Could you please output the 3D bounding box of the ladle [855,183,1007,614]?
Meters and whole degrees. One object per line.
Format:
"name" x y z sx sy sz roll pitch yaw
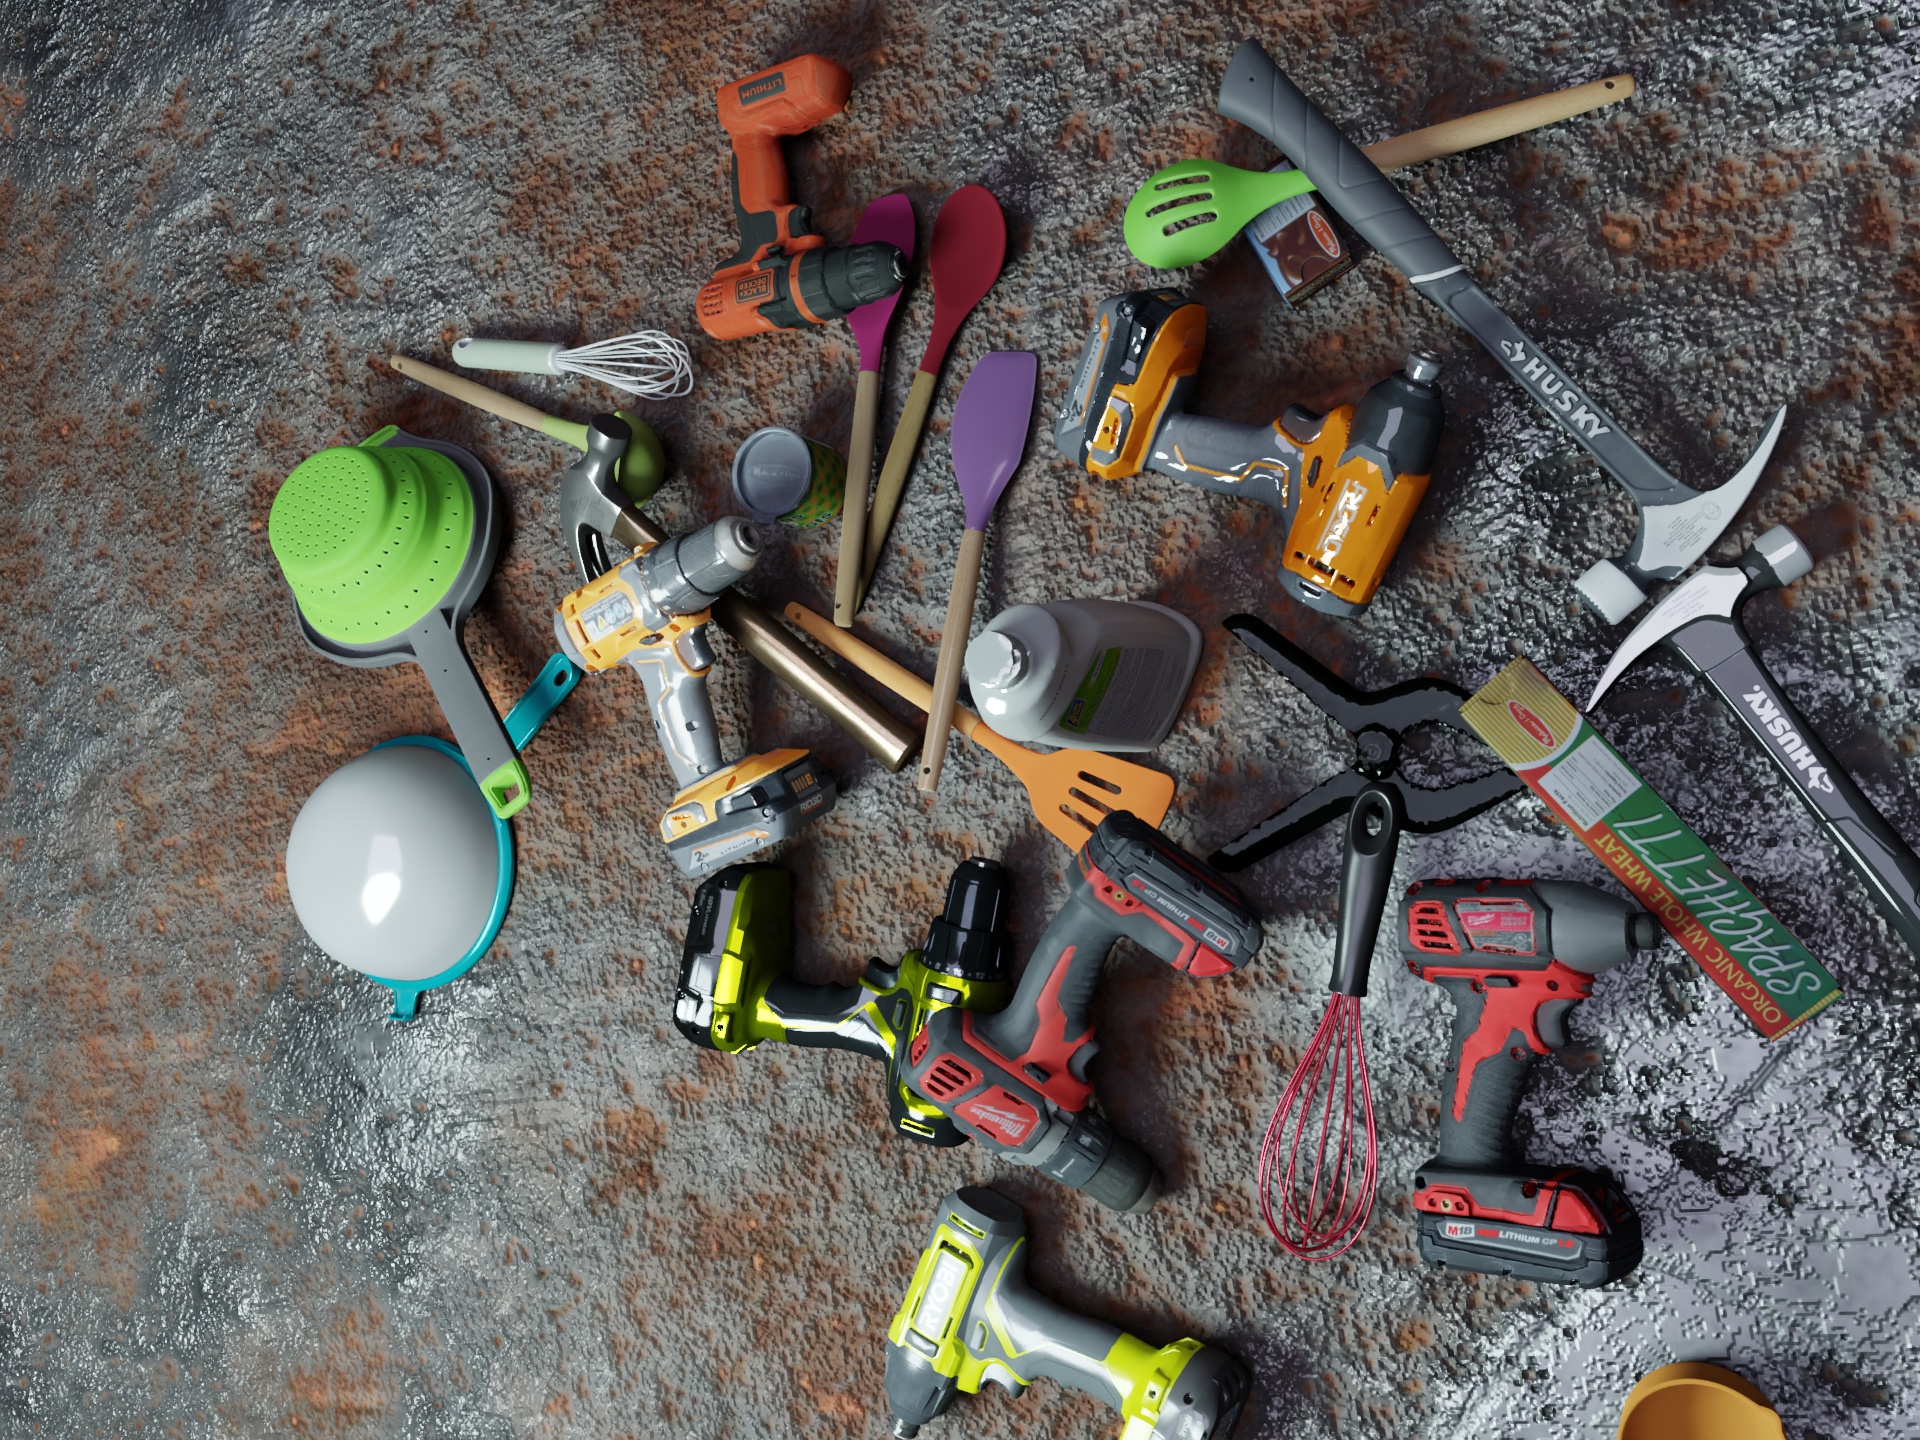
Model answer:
"ladle" -0.031 -0.223 1.135 0.069 0.031 0.315 25 99 37

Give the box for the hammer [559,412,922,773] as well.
"hammer" -0.163 -0.075 1.151 0.331 0.031 0.130 39 128 10

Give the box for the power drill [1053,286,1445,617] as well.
"power drill" 0.184 -0.185 0.983 0.227 0.084 0.164 33 122 22

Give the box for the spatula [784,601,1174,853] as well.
"spatula" -0.002 -0.004 1.111 0.323 0.041 0.081 33 101 27

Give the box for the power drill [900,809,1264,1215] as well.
"power drill" 0.096 0.192 1.005 0.188 0.080 0.226 35 100 -7

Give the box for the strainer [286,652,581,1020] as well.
"strainer" -0.429 0.070 1.263 0.340 0.095 0.211 -47 70 16

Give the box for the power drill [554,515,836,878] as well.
"power drill" -0.173 -0.021 1.115 0.185 0.084 0.226 -25 93 35

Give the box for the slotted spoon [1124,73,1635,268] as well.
"slotted spoon" 0.253 -0.349 0.985 0.314 0.031 0.070 -13 79 13

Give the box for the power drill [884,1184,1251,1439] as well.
"power drill" 0.058 0.430 1.028 0.223 0.080 0.171 23 96 28

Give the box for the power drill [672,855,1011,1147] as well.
"power drill" -0.074 0.172 1.104 0.228 0.080 0.190 12 93 22

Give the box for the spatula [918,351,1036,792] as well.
"spatula" 0.003 -0.106 1.099 0.060 0.018 0.316 6 81 26

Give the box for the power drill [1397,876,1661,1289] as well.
"power drill" 0.327 0.199 0.908 0.143 0.078 0.220 -5 81 36

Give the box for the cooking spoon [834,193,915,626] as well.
"cooking spoon" -0.068 -0.225 1.144 0.069 0.017 0.319 1 82 40

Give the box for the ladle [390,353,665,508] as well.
"ladle" -0.358 -0.244 1.272 0.320 0.062 0.078 25 116 27

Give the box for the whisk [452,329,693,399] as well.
"whisk" -0.311 -0.286 1.261 0.246 0.059 0.058 11 55 29

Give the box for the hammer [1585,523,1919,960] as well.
"hammer" 0.489 0.066 0.872 0.146 0.035 0.335 -37 73 18

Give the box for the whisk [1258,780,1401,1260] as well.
"whisk" 0.230 0.183 0.959 0.073 0.073 0.296 10 94 25

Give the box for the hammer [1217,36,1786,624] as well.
"hammer" 0.301 -0.254 0.941 0.149 0.036 0.409 -43 81 14

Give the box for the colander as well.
"colander" -0.439 -0.092 1.238 0.204 0.094 0.397 -37 63 5

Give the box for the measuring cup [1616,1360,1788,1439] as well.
"measuring cup" 0.436 0.432 0.865 0.095 0.052 0.174 -45 72 16
